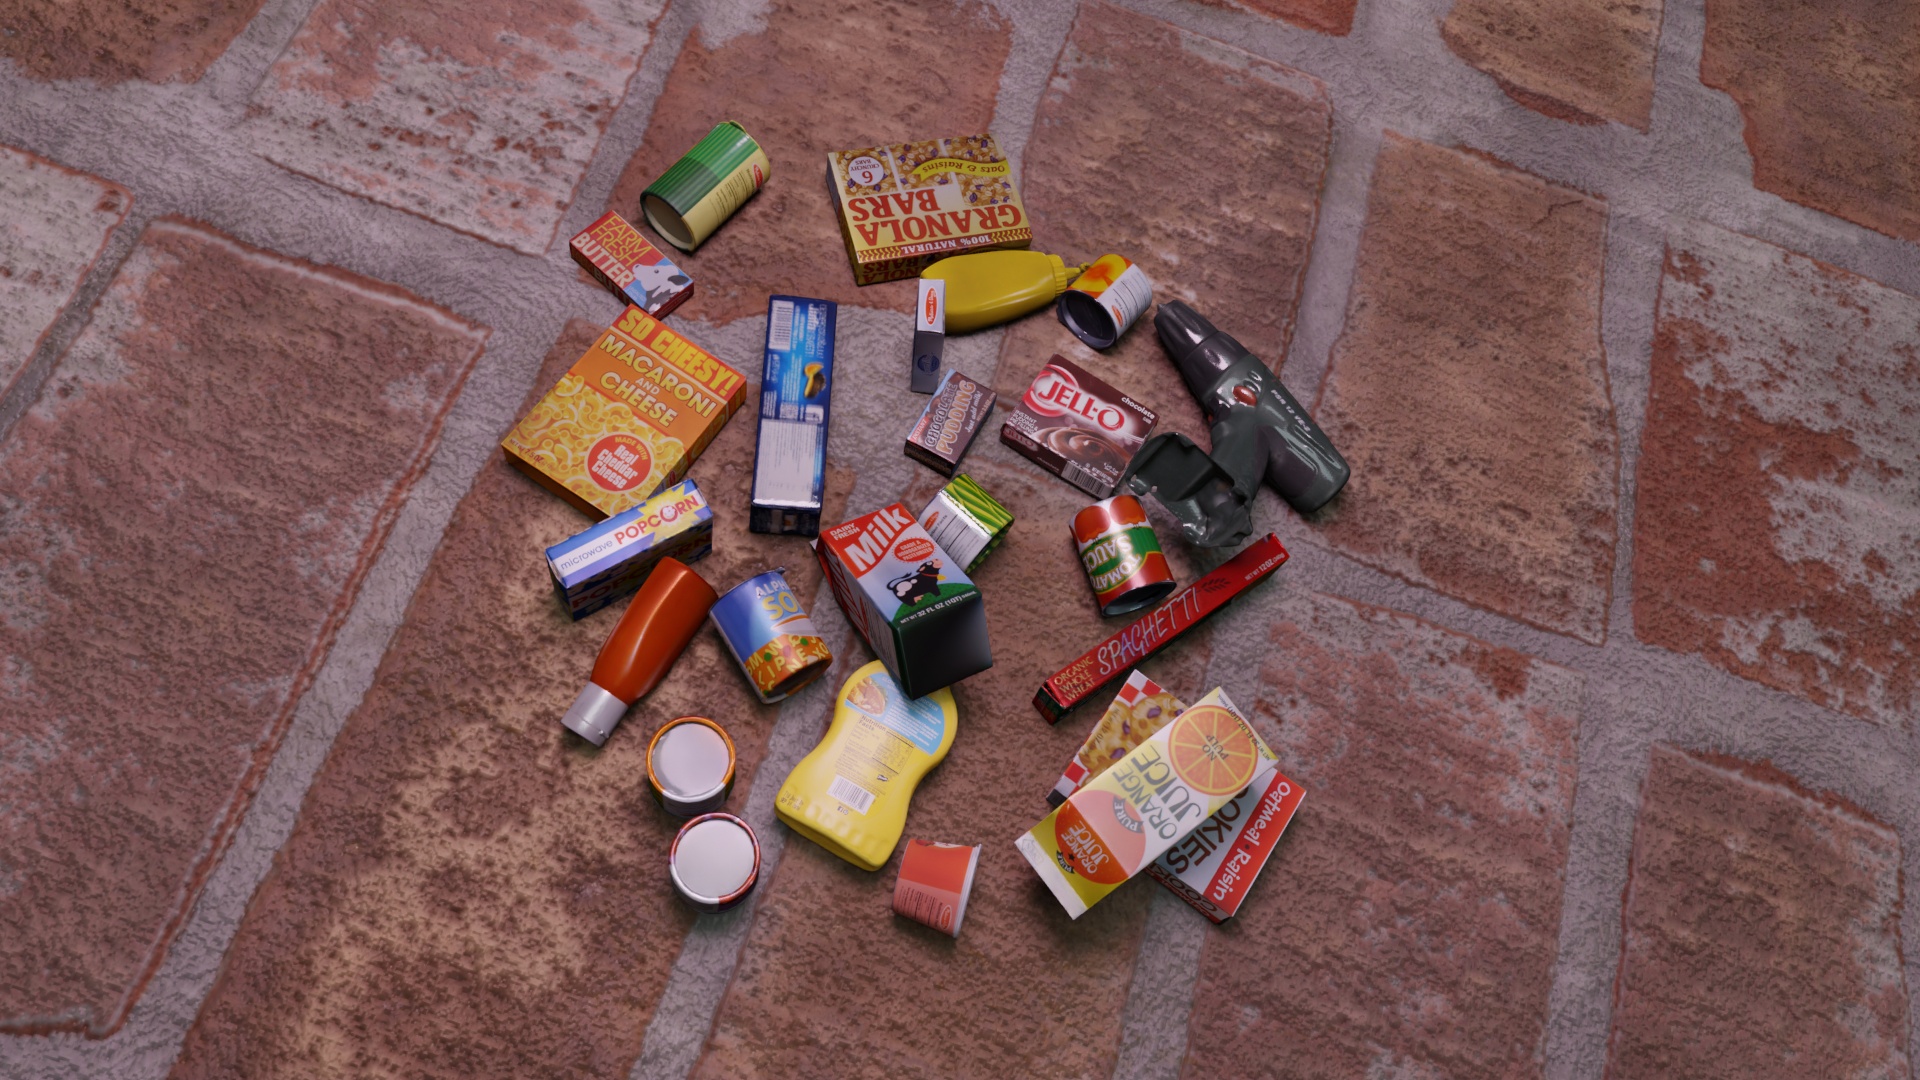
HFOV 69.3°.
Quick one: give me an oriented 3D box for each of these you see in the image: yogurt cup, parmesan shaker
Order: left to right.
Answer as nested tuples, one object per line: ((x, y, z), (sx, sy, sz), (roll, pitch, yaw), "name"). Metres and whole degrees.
((-0.228, -0.317, 1.237), (0.071, 0.071, 0.103), (37, 66, 7), "parmesan shaker")
((-0.019, 0.256, 1.034), (0.054, 0.072, 0.072), (14, 66, 5), "yogurt cup")

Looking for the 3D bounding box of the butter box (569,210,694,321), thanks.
((-0.288, -0.239, 1.219), (0.103, 0.024, 0.053), (41, 66, 8), "butter box")

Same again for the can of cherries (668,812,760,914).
((-0.178, 0.234, 1.017), (0.071, 0.058, 0.072), (3, 67, -8), "can of cherries")

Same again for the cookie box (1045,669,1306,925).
((0.171, 0.203, 1.103), (0.167, 0.040, 0.123), (35, 66, 7), "cookie box")

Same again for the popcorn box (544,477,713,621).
((-0.257, 0.008, 1.085), (0.127, 0.085, 0.038), (-29, 76, -20), "popcorn box")

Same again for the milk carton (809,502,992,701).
((-0.052, 0.034, 1.092), (0.072, 0.073, 0.191), (-22, 38, -18), "milk carton")

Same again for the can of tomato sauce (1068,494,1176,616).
((0.134, 0.012, 1.161), (0.071, 0.071, 0.083), (-15, 70, -15), "can of tomato sauce")

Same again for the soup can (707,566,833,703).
((-0.146, 0.074, 1.086), (0.071, 0.071, 0.084), (-30, 76, -20), "soup can")

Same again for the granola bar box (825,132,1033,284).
((-0.030, -0.308, 1.285), (0.166, 0.039, 0.124), (-11, 69, -14), "granola bar box")

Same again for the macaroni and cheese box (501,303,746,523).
((-0.276, -0.100, 1.153), (0.124, 0.040, 0.167), (33, 66, 5), "macaroni and cheese box")

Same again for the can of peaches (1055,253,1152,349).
((0.130, -0.218, 1.261), (0.071, 0.071, 0.058), (40, 67, 8), "can of peaches")

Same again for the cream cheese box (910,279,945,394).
((-0.028, -0.174, 1.193), (0.024, 0.103, 0.053), (4, 66, -4), "cream cheese box")

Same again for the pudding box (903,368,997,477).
((-0.009, -0.102, 1.206), (0.050, 0.030, 0.084), (29, 65, 4), "pudding box")

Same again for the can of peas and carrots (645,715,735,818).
((-0.202, 0.168, 1.042), (0.071, 0.058, 0.071), (4, 67, -9), "can of peas and carrots")

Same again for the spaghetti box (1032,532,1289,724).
((0.167, 0.072, 1.152), (0.251, 0.050, 0.029), (-31, 75, -20), "spaghetti box")

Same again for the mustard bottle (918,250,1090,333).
((0.044, -0.231, 1.260), (0.160, 0.048, 0.065), (-13, 71, -16), "mustard bottle")

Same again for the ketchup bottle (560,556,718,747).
((-0.248, 0.087, 1.068), (0.043, 0.064, 0.149), (24, 72, 27), "ketchup bottle")

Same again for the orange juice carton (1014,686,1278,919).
((0.136, 0.197, 1.036), (0.193, 0.072, 0.072), (-33, 75, -19), "orange juice carton")

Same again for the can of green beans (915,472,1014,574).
((0.003, -0.013, 1.151), (0.058, 0.071, 0.071), (42, 67, 8), "can of green beans")
